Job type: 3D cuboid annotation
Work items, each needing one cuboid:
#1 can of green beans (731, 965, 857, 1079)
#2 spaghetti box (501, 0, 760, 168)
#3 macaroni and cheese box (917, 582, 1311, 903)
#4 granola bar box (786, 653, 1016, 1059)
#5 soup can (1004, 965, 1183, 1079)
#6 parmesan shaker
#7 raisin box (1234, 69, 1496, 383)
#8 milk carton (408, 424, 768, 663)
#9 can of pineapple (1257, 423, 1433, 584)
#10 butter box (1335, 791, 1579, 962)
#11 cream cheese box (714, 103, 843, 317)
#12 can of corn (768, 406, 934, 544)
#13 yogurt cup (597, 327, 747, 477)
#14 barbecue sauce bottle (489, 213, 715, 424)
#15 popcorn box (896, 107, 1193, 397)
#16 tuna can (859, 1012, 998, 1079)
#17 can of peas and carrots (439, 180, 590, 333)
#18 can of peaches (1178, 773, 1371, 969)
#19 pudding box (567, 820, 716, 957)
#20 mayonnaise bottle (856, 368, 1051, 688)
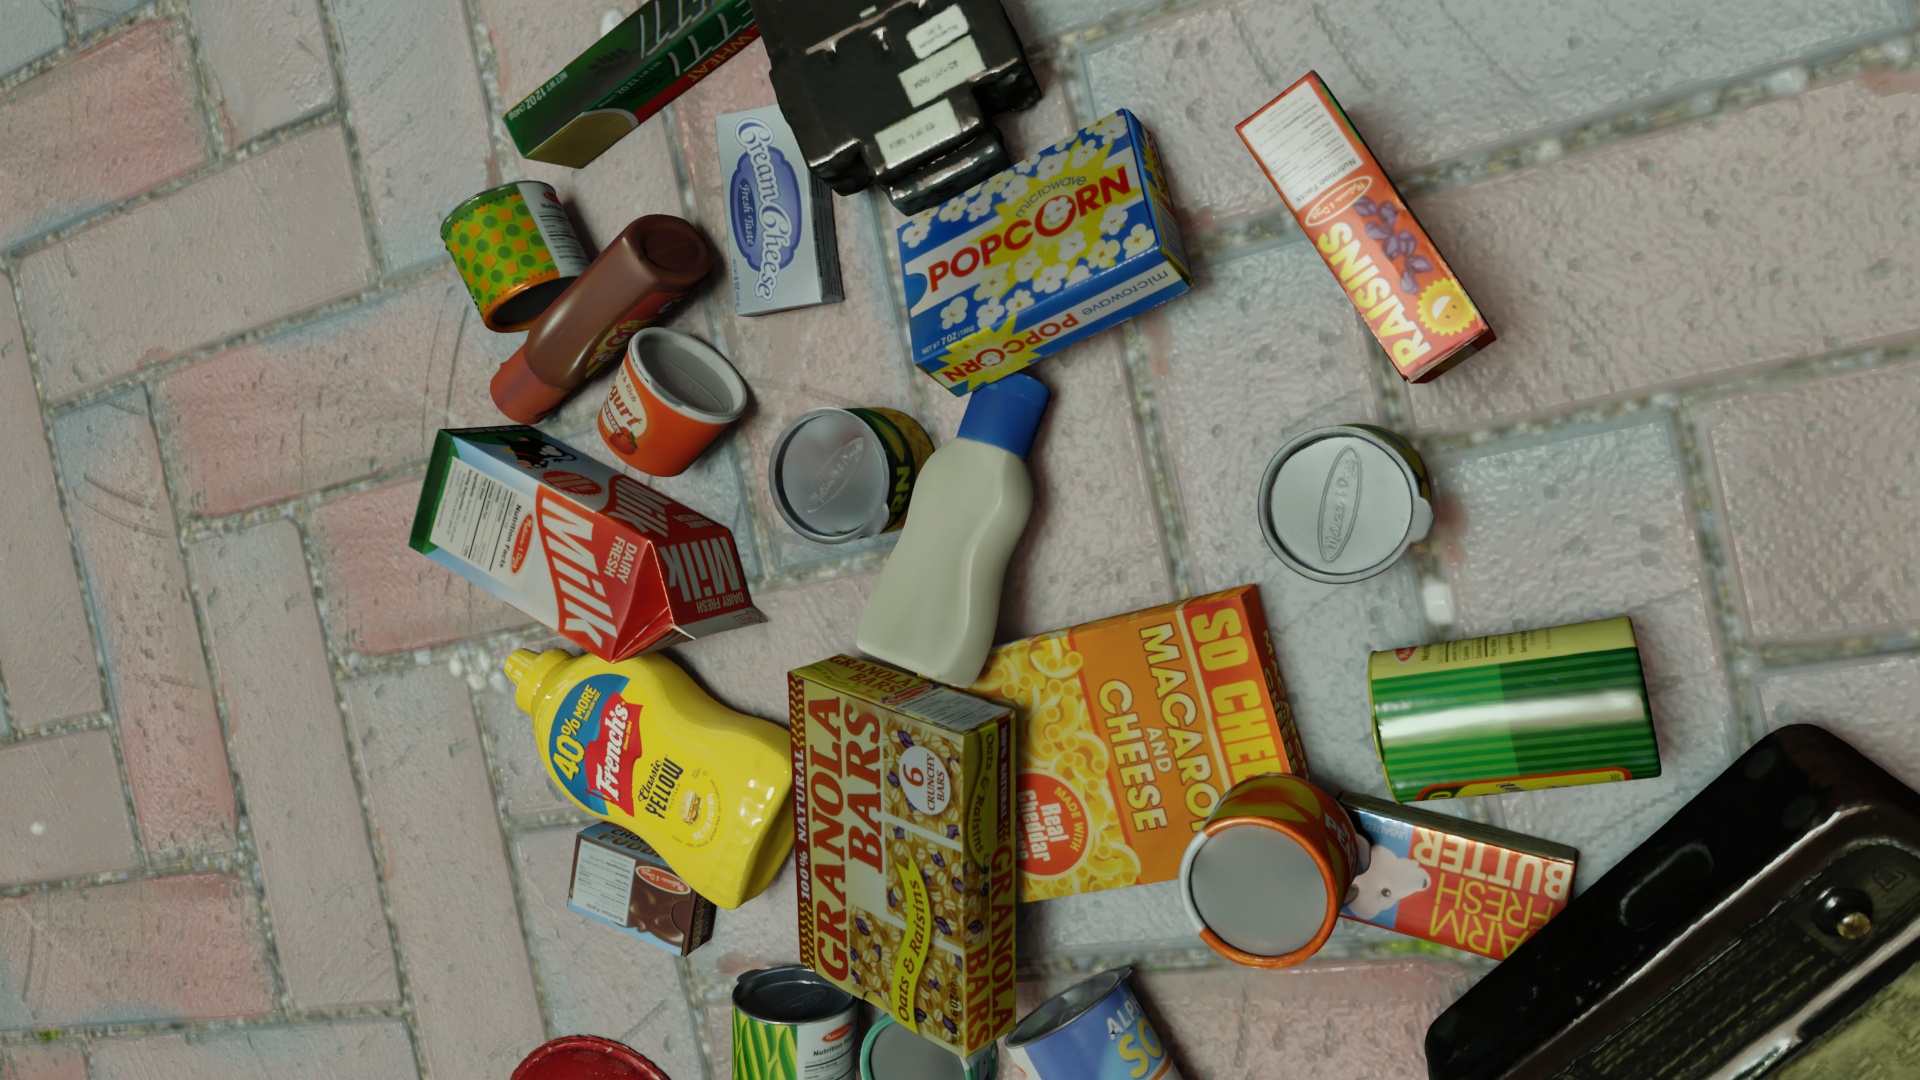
[{"bbox_3d":[-0.088,0.266,0.734,0.071,0.071,0.057,5,98,23],"label":"can of green beans"},{"bbox_3d":[-0.128,-0.267,0.705,0.249,0.050,0.028,-27,87,23],"label":"spaghetti box"},{"bbox_3d":[0.074,0.099,0.660,0.166,0.040,0.123,-16,90,25],"label":"macaroni and cheese box"},{"bbox_3d":[-0.030,0.150,0.680,0.124,0.039,0.165,13,109,43],"label":"granola bar box"},{"bbox_3d":[0.073,0.258,0.664,0.071,0.071,0.084,-34,82,23],"label":"soup can"},{"bbox_3d":[0.227,0.072,0.573,0.103,0.071,0.071,-11,91,24],"label":"parmesan shaker"},{"bbox_3d":[0.169,-0.124,0.571,0.040,0.086,0.123,-35,82,21],"label":"raisin box"},{"bbox_3d":[-0.198,0.007,0.752,0.191,0.072,0.073,26,105,20],"label":"milk carton"},{"bbox_3d":[0.168,-0.016,0.598,0.071,0.058,0.071,3,97,23],"label":"can of pineapple"},{"bbox_3d":[0.214,0.150,0.613,0.103,0.024,0.053,12,100,22],"label":"butter box"},{"bbox_3d":[-0.093,-0.170,0.714,0.053,0.024,0.103,-4,94,23],"label":"cream cheese box"},{"bbox_3d":[-0.050,-0.032,0.691,0.071,0.058,0.071,3,97,23],"label":"can of corn"},{"bbox_3d":[-0.154,-0.070,0.731,0.072,0.072,0.053,48,119,12],"label":"yogurt cup"},{"bbox_3d":[-0.199,-0.115,0.748,0.148,0.065,0.043,-34,94,32],"label":"barbecue sauce bottle"},{"bbox_3d":[0.036,-0.130,0.635,0.126,0.038,0.085,-23,57,24],"label":"popcorn box"},{"bbox_3d":[-0.018,0.273,0.722,0.071,0.033,0.071,2,96,23],"label":"tuna can"},{"bbox_3d":[-0.242,-0.152,0.758,0.071,0.071,0.059,-30,84,23],"label":"can of peas and carrots"},{"bbox_3d":[0.132,0.138,0.584,0.071,0.058,0.071,4,99,23],"label":"can of peaches"},{"bbox_3d":[-0.179,0.197,0.786,0.084,0.030,0.049,14,100,22],"label":"pudding box"},{"bbox_3d":[0.002,-0.008,0.660,0.065,0.041,0.148,17,84,37],"label":"mayonnaise bottle"}]
